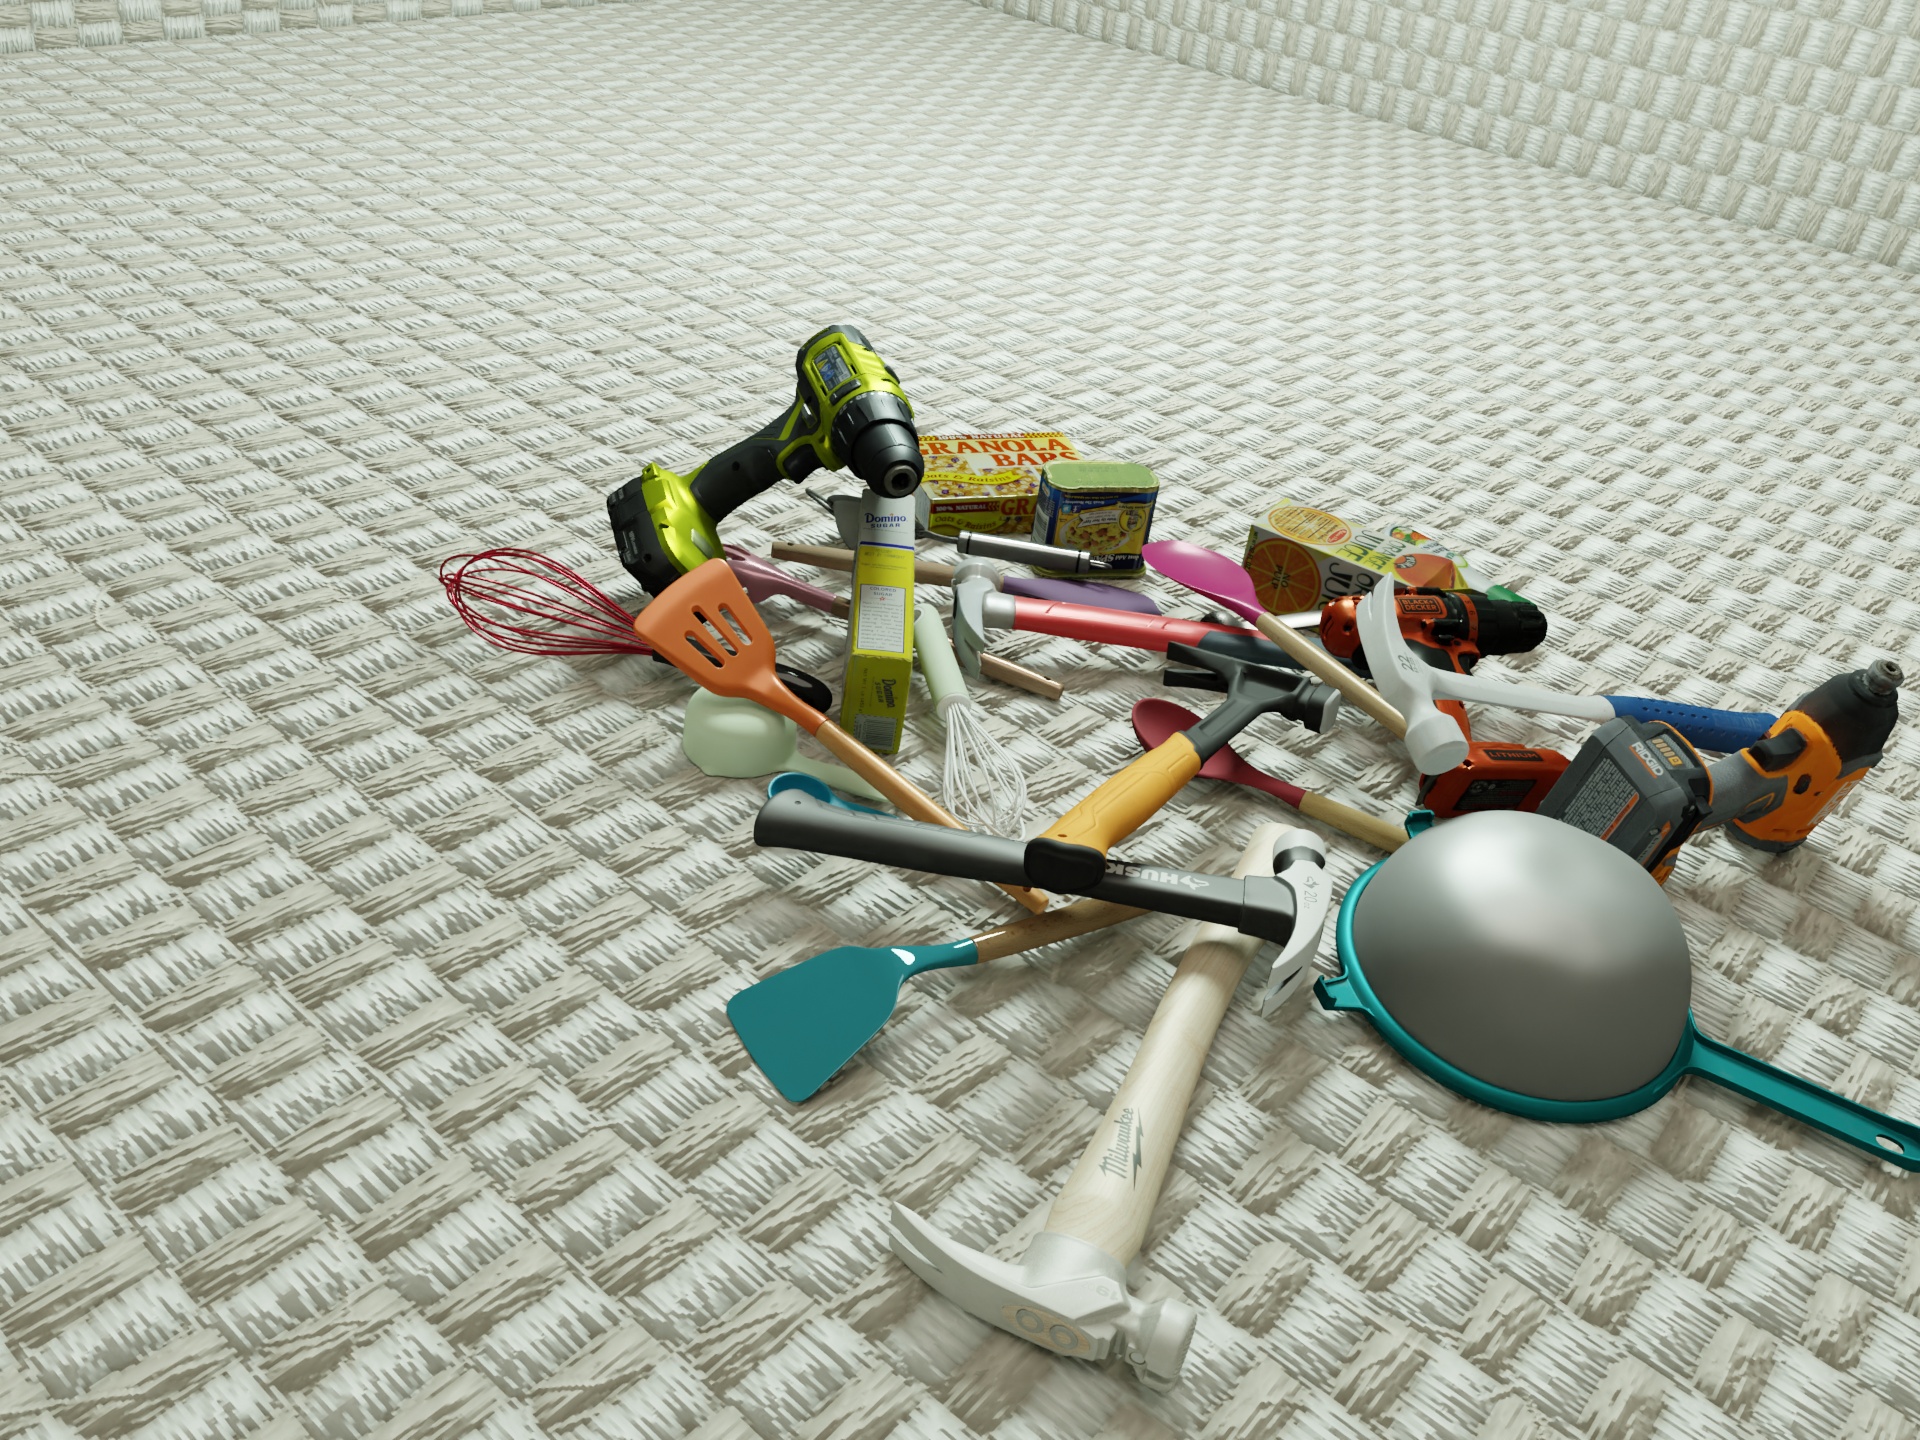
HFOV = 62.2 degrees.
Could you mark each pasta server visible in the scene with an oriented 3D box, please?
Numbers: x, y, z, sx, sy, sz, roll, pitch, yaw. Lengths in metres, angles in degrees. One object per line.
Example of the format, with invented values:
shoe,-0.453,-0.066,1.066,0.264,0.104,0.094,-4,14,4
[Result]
pasta server,-0.071,-0.071,1.195,0.316,0.040,0.060,22,36,12

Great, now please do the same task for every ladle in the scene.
ladle,0.254,0.063,1.064,0.315,0.031,0.069,25,35,20

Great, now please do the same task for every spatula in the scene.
spatula,-0.070,0.015,1.004,0.323,0.041,0.081,38,63,19
spatula,0.007,-0.112,1.255,0.315,0.018,0.060,7,27,-14
spatula,0.024,0.134,0.915,0.317,0.044,0.082,-11,38,-34

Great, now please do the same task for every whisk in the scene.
whisk,-0.229,-0.058,1.113,0.296,0.073,0.073,18,35,6
whisk,-0.002,-0.003,1.078,0.059,0.058,0.247,31,25,-35

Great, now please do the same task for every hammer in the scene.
hammer,0.123,0.024,0.984,0.127,0.034,0.337,18,27,25
hammer,0.111,0.170,0.868,0.146,0.038,0.411,19,35,17
hammer,0.044,0.088,0.918,0.335,0.035,0.146,10,30,7
hammer,0.436,-0.013,1.102,0.405,0.035,0.144,7,50,-31
hammer,0.186,-0.053,1.188,0.386,0.038,0.143,7,29,-7

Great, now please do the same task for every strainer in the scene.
strainer,0.387,0.145,0.898,0.340,0.095,0.211,24,42,20
strainer,-0.005,-0.144,1.288,0.258,0.050,0.086,10,-11,5

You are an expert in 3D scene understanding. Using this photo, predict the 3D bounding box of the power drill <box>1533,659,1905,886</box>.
power drill,0.502,0.034,1.037,0.226,0.164,0.084,-11,52,-22

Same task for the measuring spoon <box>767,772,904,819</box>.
measuring spoon,-0.062,0.068,1.003,0.128,0.021,0.042,20,35,1

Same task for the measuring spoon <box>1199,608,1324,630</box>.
measuring spoon,0.249,-0.082,1.257,0.124,0.018,0.034,-7,37,4

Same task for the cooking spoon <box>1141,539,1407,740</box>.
cooking spoon,0.237,-0.060,1.162,0.068,0.017,0.319,-13,37,-28

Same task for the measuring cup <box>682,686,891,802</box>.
measuring cup,-0.106,0.015,1.045,0.168,0.038,0.083,18,35,18

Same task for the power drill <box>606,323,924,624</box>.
power drill,-0.132,-0.169,1.132,0.228,0.080,0.191,-35,41,8
